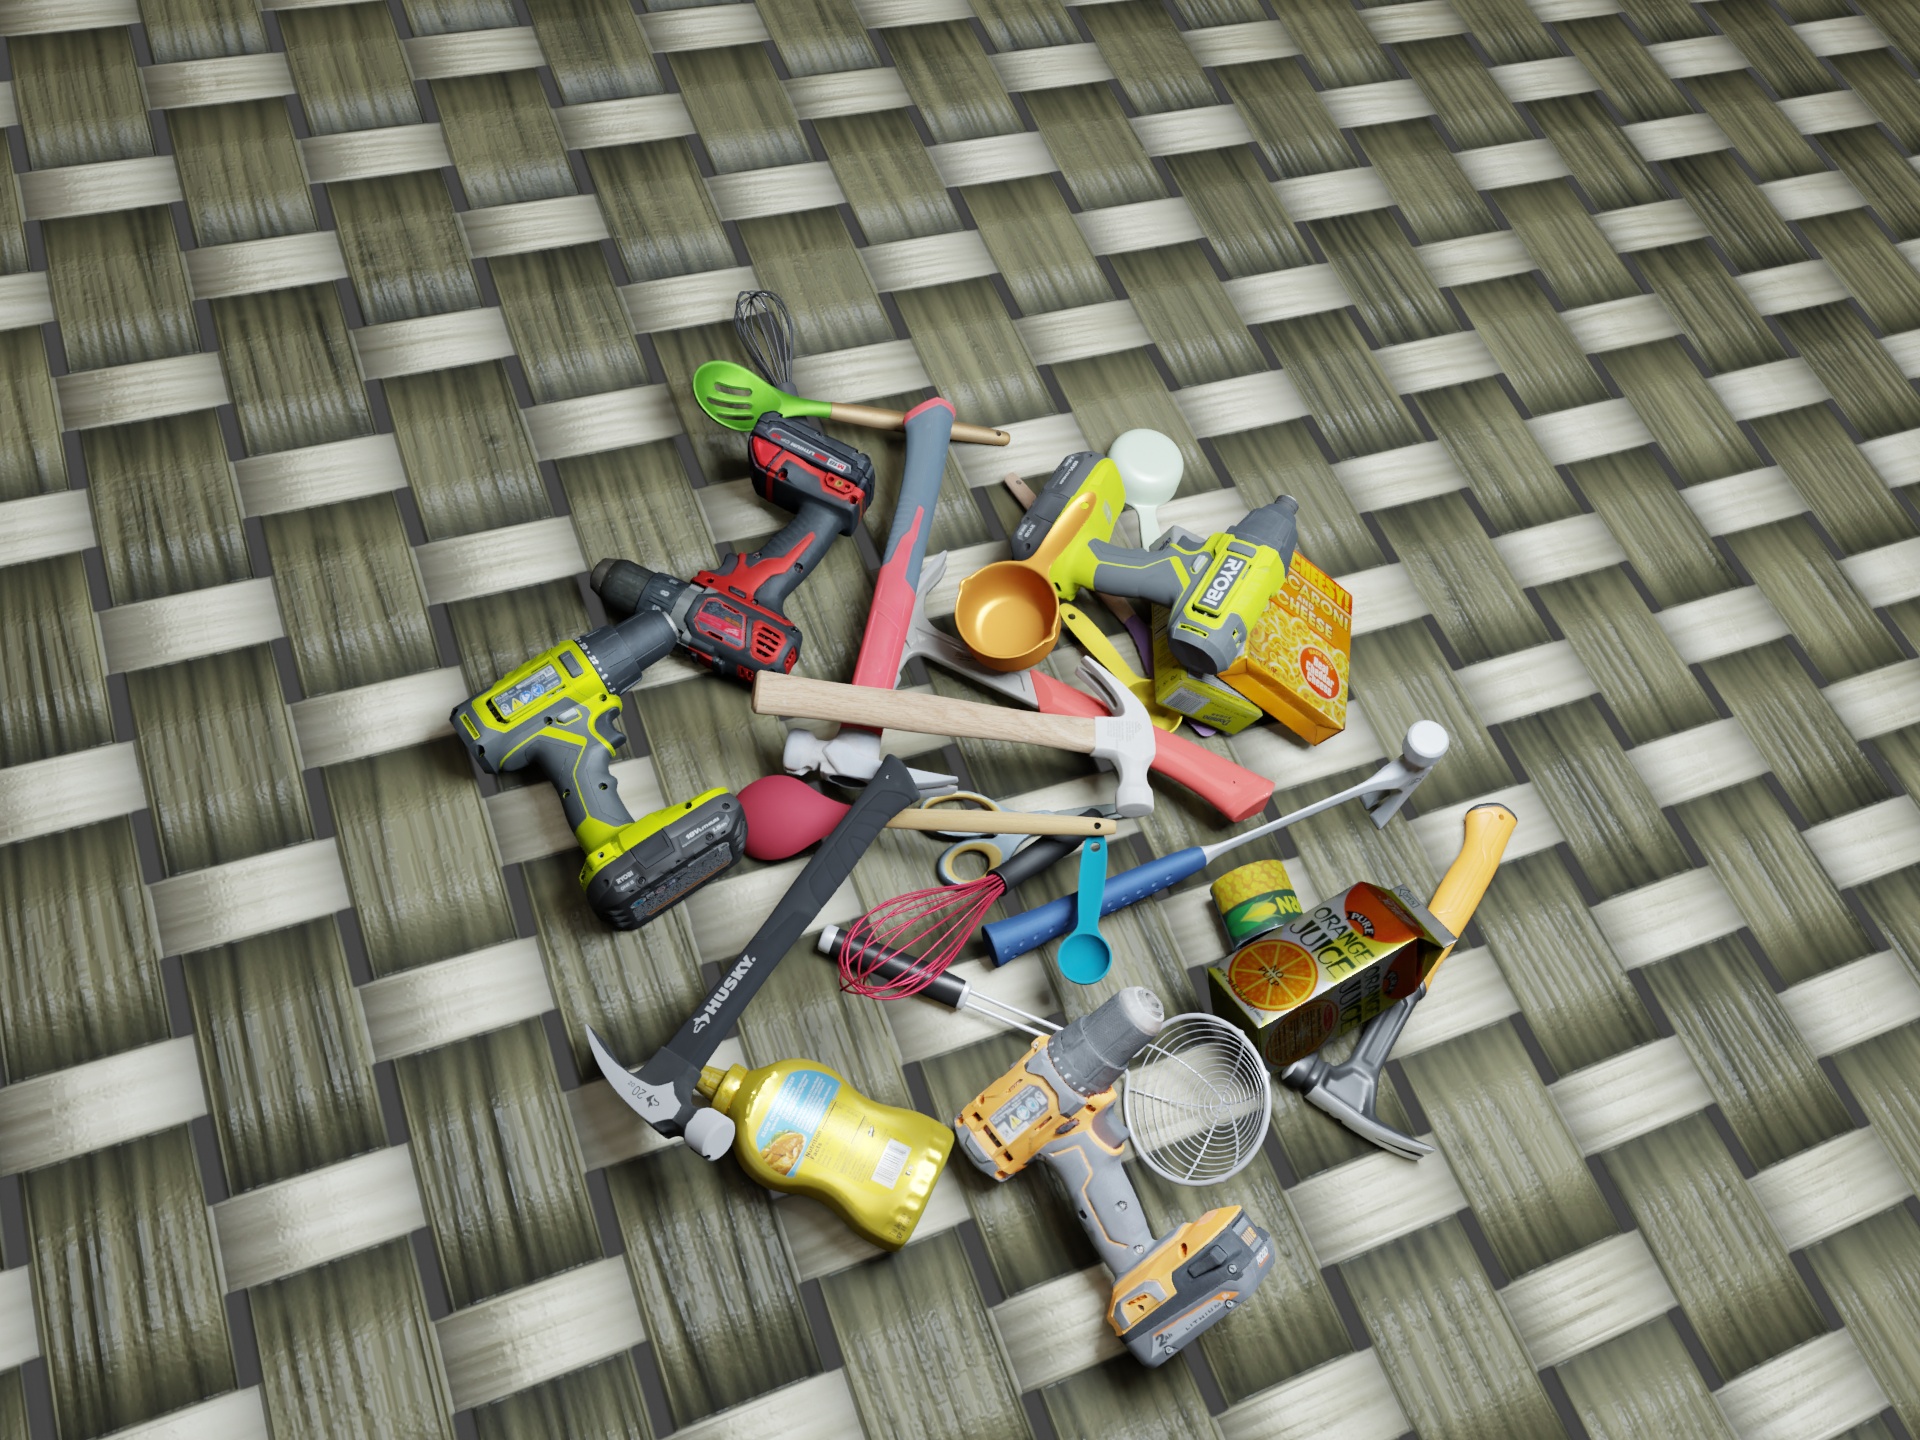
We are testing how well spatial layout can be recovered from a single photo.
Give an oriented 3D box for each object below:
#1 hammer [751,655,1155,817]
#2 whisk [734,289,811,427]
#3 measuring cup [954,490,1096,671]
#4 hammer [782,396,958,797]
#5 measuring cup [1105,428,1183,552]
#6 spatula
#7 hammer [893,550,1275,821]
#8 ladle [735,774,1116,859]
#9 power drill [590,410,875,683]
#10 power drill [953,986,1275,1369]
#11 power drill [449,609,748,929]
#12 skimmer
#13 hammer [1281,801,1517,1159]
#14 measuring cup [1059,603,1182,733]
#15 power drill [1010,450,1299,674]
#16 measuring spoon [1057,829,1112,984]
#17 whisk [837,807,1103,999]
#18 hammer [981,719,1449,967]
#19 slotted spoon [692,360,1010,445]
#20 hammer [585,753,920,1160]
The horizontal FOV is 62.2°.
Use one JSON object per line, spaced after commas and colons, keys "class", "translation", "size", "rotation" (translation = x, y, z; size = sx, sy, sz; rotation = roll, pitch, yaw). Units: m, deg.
{"class": "hammer", "translation": [-0.002, -0.004, 1.280], "size": [0.331, 0.031, 0.130], "rotation": [8, 62, -13]}
{"class": "whisk", "translation": [-0.165, -0.309, 1.498], "size": [0.055, 0.055, 0.239], "rotation": [-12, 70, -17]}
{"class": "measuring cup", "translation": [0.066, -0.118, 1.353], "size": [0.095, 0.052, 0.174], "rotation": [32, 77, 17]}
{"class": "hammer", "translation": [-0.039, -0.115, 1.371], "size": [0.143, 0.038, 0.387], "rotation": [11, 63, 3]}
{"class": "measuring cup", "translation": [0.182, -0.207, 1.511], "size": [0.083, 0.038, 0.168], "rotation": [0, 59, -11]}
{"class": "spatula", "translation": [0.142, -0.113, 1.464], "size": [0.060, 0.018, 0.316], "rotation": [-30, 72, -29]}
{"class": "hammer", "translation": [0.102, -0.016, 1.366], "size": [0.359, 0.036, 0.149], "rotation": [25, 65, 11]}
{"class": "ladle", "translation": [-0.034, 0.080, 1.269], "size": [0.315, 0.031, 0.069], "rotation": [2, 78, 5]}
{"class": "power drill", "translation": [-0.193, -0.153, 1.376], "size": [0.188, 0.080, 0.227], "rotation": [25, 70, 3]}
{"class": "power drill", "translation": [0.125, 0.318, 1.139], "size": [0.226, 0.185, 0.084], "rotation": [50, 21, 15]}
{"class": "power drill", "translation": [-0.267, 0.030, 1.258], "size": [0.190, 0.080, 0.229], "rotation": [-33, 71, -15]}
{"class": "skimmer", "translation": [0.057, 0.237, 1.212], "size": [0.363, 0.090, 0.127], "rotation": [22, 91, 4]}
{"class": "hammer", "translation": [0.397, 0.201, 1.333], "size": [0.127, 0.034, 0.337], "rotation": [33, 60, 9]}
{"class": "measuring cup", "translation": [0.136, -0.042, 1.419], "size": [0.062, 0.029, 0.157], "rotation": [-29, 68, -24]}
{"class": "power drill", "translation": [0.172, -0.149, 1.385], "size": [0.223, 0.080, 0.171], "rotation": [24, 71, 30]}
{"class": "measuring spoon", "translation": [0.102, 0.147, 1.243], "size": [0.042, 0.021, 0.129], "rotation": [3, 62, 10]}
{"class": "whisk", "translation": [0.015, 0.136, 1.241], "size": [0.296, 0.073, 0.073], "rotation": [-29, 70, -39]}
{"class": "hammer", "translation": [0.208, 0.111, 1.311], "size": [0.405, 0.144, 0.035], "rotation": [-21, 66, -12]}
{"class": "slotted spoon", "translation": [-0.097, -0.281, 1.473], "size": [0.313, 0.031, 0.070], "rotation": [4, 67, -23]}
{"class": "hammer", "translation": [-0.140, 0.157, 1.195], "size": [0.146, 0.035, 0.335], "rotation": [22, 63, 32]}
